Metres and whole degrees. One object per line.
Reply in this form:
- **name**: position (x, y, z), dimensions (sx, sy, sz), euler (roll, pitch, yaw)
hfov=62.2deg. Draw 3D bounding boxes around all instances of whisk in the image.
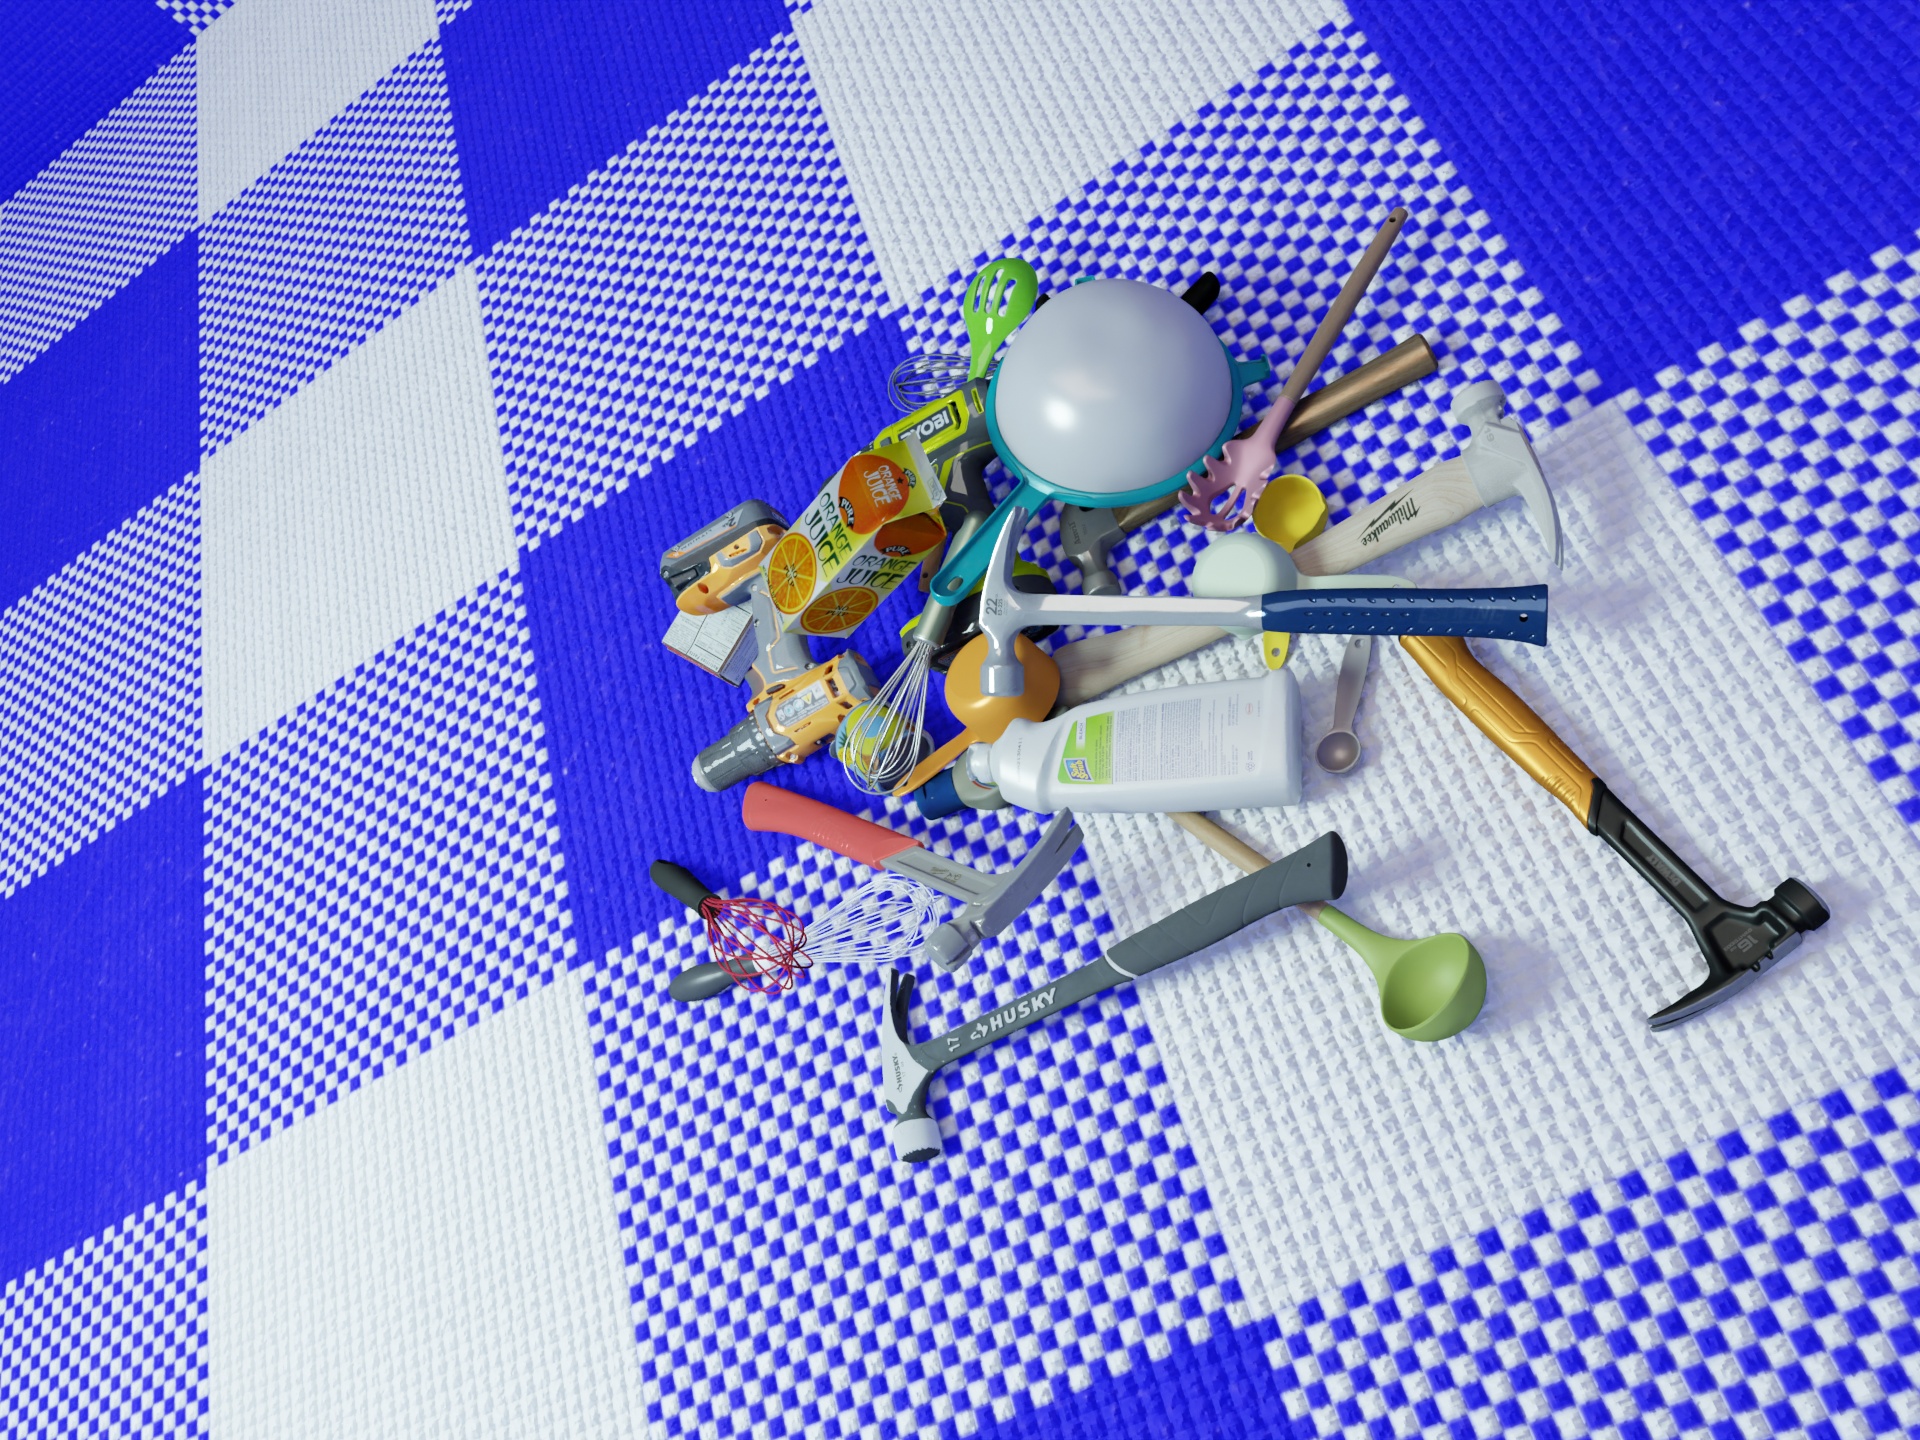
- **whisk**: position (-0.136, 0.190, 1.322), dimensions (0.284, 0.070, 0.070), euler (-22, 59, 27)
- **whisk**: position (-0.029, -0.056, 1.280), dimensions (0.059, 0.058, 0.246), euler (23, 86, -2)
- **whisk**: position (-0.202, 0.162, 1.330), dimensions (0.296, 0.073, 0.073), euler (20, 79, 58)
- **whisk**: position (0.041, -0.318, 1.451), dimensions (0.239, 0.055, 0.055), euler (-3, 67, 25)

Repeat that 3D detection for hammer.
- **hammer**: position (0.403, 0.047, 1.067), dimensions (0.127, 0.034, 0.337), euler (-41, 53, 8)
- **hammer**: position (-0.064, 0.093, 1.278), dimensions (0.149, 0.036, 0.359), euler (-44, 33, -22)
- **hammer**: position (0.244, -0.095, 1.209), dimensions (0.410, 0.038, 0.146), euler (-27, 69, 26)
- **hammer**: position (0.207, -0.084, 1.144), dimensions (0.405, 0.035, 0.144), euler (2, 95, 20)
- **hammer**: position (0.100, 0.182, 1.162), dimensions (0.409, 0.036, 0.149), euler (-31, 53, 25)
- **hammer**: position (0.228, -0.221, 1.299), dimensions (0.331, 0.031, 0.130), euler (-28, 57, 18)

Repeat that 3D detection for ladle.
- **ladle**: position (0.234, 0.119, 1.126), dimensions (0.320, 0.062, 0.078), euler (37, 89, 40)

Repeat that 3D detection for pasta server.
- **pasta server**: position (0.271, -0.278, 1.257), dimensions (0.060, 0.040, 0.316), euler (29, 83, 25)

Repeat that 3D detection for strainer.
- **strainer**: position (0.081, -0.235, 1.252), dimensions (0.211, 0.095, 0.340), euler (32, 70, 23)

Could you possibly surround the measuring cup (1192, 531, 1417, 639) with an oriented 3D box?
- **measuring cup**: position (0.247, -0.100, 1.162), dimensions (0.168, 0.038, 0.083), euler (5, 87, 34)

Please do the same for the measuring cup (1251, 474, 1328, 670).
- **measuring cup**: position (0.255, -0.113, 1.243), dimensions (0.062, 0.029, 0.156), euler (2, 81, 32)

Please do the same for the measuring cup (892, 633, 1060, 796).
- **measuring cup**: position (-0.002, -0.004, 1.283), dimensions (0.173, 0.052, 0.095), euler (-39, 40, 10)

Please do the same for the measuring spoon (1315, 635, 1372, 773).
- **measuring spoon**: position (0.290, -0.014, 1.180), dimensions (0.034, 0.018, 0.124), euler (1, 62, 34)

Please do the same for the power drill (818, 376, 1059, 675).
- **power drill**: position (-0.020, -0.159, 1.366), dimensions (0.190, 0.080, 0.229), euler (-26, 69, 22)

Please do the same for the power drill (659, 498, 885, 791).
- **power drill**: position (-0.190, -0.060, 1.426), dimensions (0.185, 0.084, 0.226), euler (-31, 73, 11)

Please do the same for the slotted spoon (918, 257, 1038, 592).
- **slotted spoon**: position (0.006, -0.267, 1.423), dimensions (0.070, 0.031, 0.314), euler (14, 89, 27)
